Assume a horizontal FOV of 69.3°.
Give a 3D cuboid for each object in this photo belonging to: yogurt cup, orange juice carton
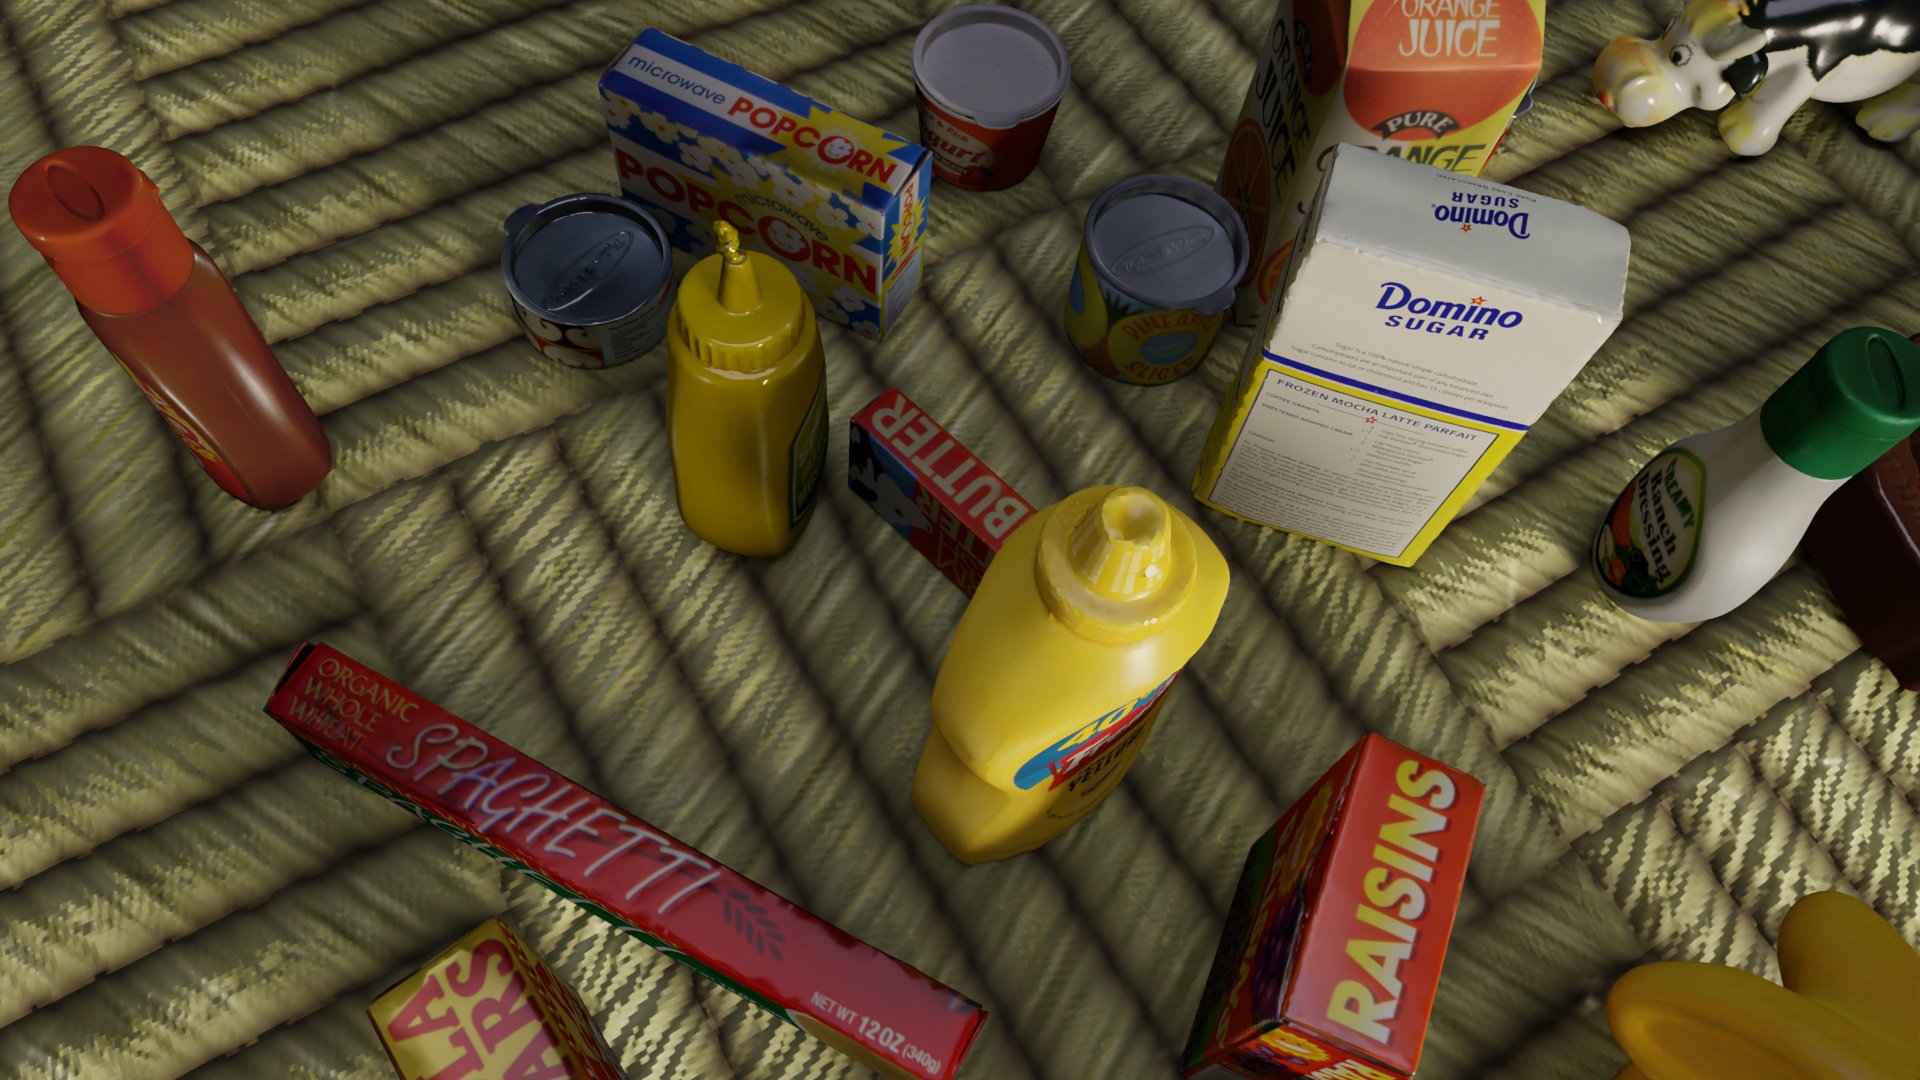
[{"bbox_3d":[0.011,-0.191,0.608,0.072,0.053,0.072,2,63,-4],"label":"yogurt cup"},{"bbox_3d":[0.157,-0.167,0.531,0.072,0.191,0.073,-2,63,-6],"label":"orange juice carton"}]

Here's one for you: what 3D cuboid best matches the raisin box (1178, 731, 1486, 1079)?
[{"bbox_3d":[0.108,0.120,0.418,0.040,0.122,0.086,23,64,7],"label":"raisin box"}]

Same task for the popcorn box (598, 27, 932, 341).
[{"bbox_3d":[-0.077,-0.141,0.557,0.127,0.085,0.038,26,64,8],"label":"popcorn box"}]

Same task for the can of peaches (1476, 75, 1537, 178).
[{"bbox_3d":[0.217,-0.195,0.626,0.071,0.057,0.071,2,63,-4],"label":"can of peaches"}]

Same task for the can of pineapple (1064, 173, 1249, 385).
[{"bbox_3d":[0.079,-0.104,0.567,0.071,0.057,0.071,2,63,-4],"label":"can of pineapple"}]

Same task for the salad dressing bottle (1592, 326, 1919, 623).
[{"bbox_3d":[0.279,-0.020,0.491,0.044,0.147,0.064,5,63,-2],"label":"salad dressing bottle"}]

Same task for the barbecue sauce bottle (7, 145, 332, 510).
[{"bbox_3d":[-0.262,-0.069,0.468,0.044,0.148,0.065,-40,73,-21],"label":"barbecue sauce bottle"}]

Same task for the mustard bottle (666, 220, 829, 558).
[{"bbox_3d":[-0.072,-0.051,0.469,0.049,0.159,0.065,14,63,2],"label":"mustard bottle"}]

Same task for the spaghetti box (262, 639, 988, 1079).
[{"bbox_3d":[-0.109,0.106,0.447,0.250,0.050,0.029,26,64,8],"label":"spaghetti box"}]

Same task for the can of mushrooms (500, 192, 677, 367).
[{"bbox_3d":[-0.150,-0.106,0.562,0.071,0.033,0.071,2,63,-4],"label":"can of mushrooms"}]

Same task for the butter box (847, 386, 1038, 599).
[{"bbox_3d":[0.002,-0.006,0.513,0.103,0.053,0.024,42,67,16],"label":"butter box"}]

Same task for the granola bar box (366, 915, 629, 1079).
[{"bbox_3d":[-0.086,0.190,0.364,0.039,0.123,0.166,-32,70,-19],"label":"granola bar box"}]
